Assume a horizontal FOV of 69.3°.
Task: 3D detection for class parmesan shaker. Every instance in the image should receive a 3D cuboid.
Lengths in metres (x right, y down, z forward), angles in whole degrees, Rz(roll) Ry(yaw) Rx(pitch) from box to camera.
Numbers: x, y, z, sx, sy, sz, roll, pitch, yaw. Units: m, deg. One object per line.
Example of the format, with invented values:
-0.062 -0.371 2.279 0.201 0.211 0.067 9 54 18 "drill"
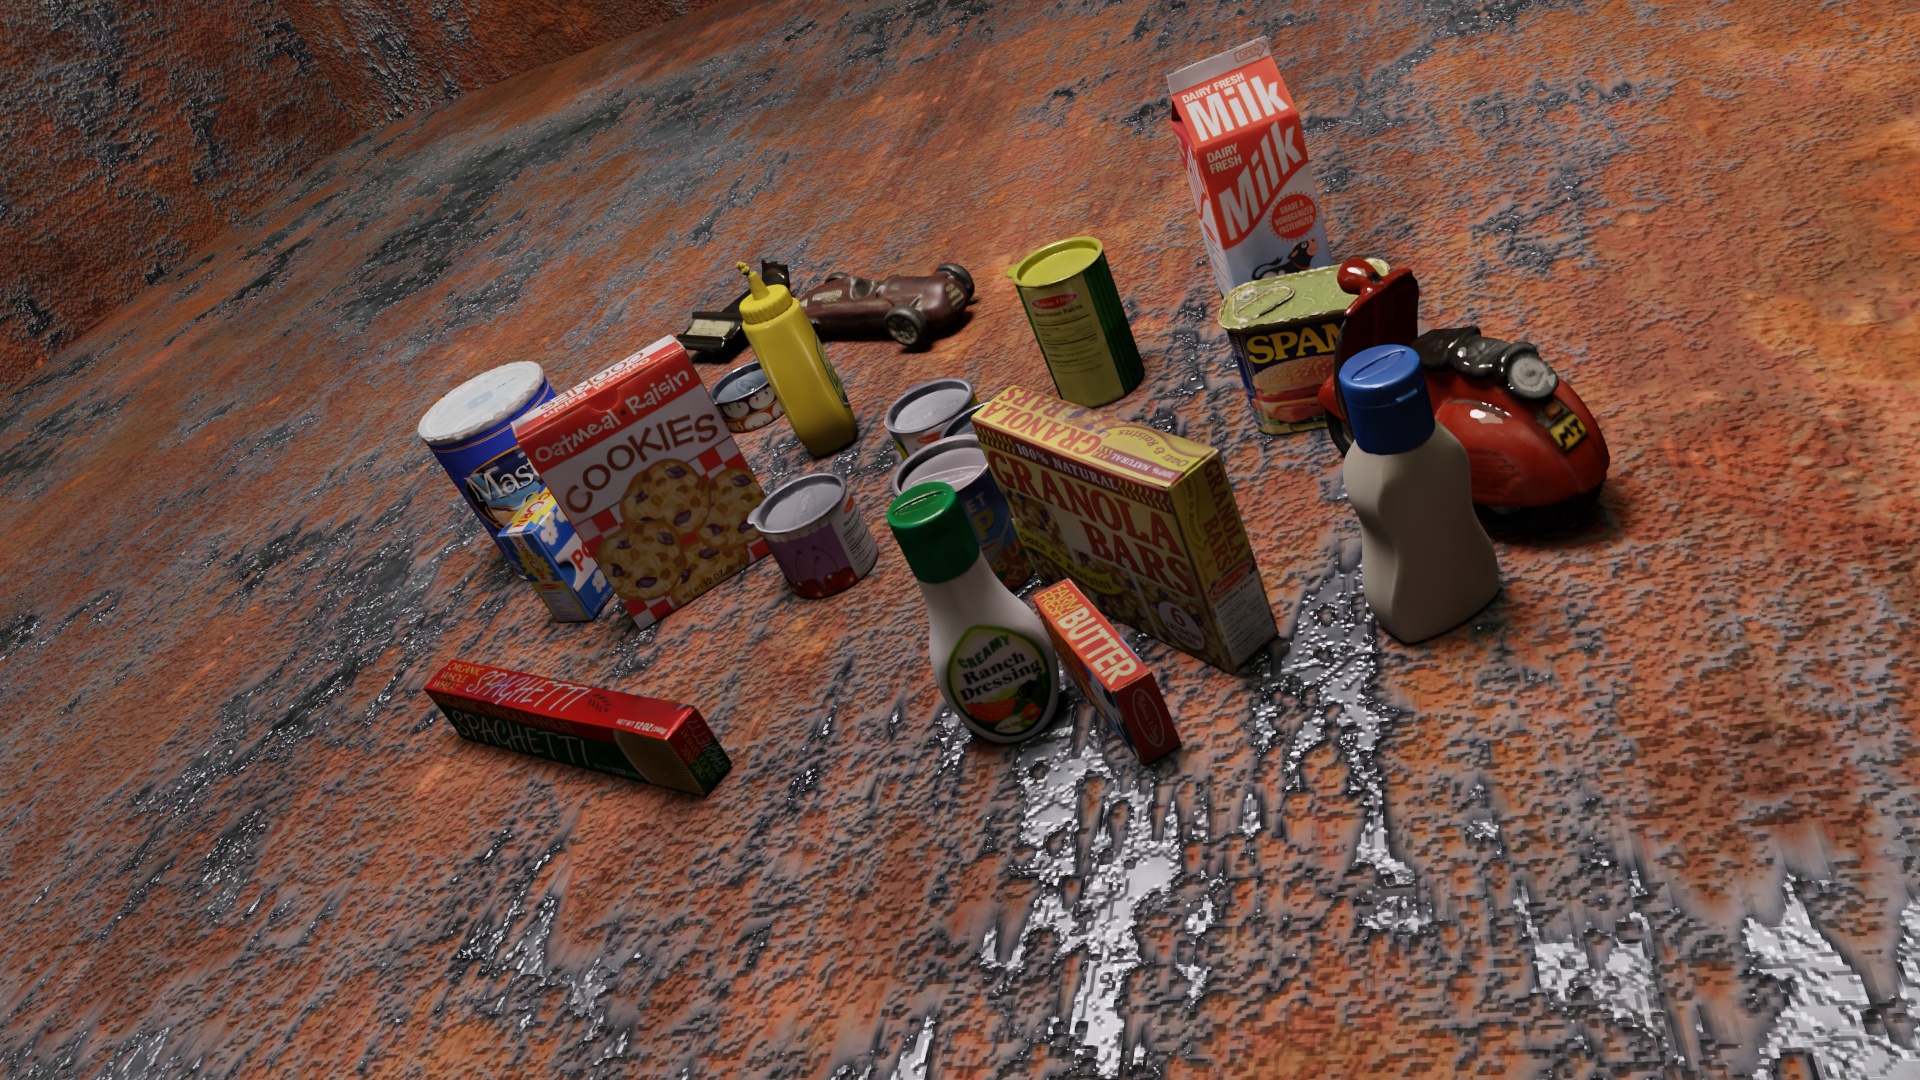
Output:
0.082 -0.153 0.985 0.071 0.102 0.072 -17 32 12 "parmesan shaker"

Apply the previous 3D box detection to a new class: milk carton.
0.200 -0.243 0.955 0.072 0.189 0.074 -21 32 6 "milk carton"

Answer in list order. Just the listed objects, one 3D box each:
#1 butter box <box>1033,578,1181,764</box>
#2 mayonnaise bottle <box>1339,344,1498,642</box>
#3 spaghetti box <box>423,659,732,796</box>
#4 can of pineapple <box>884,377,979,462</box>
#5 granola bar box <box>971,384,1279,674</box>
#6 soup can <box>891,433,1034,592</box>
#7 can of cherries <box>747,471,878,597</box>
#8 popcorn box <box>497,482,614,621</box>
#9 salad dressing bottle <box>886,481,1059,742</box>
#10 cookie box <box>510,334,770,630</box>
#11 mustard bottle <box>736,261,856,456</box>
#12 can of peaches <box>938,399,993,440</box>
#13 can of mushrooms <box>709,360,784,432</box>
0.074 0.065 0.716 0.024 0.053 0.104 -29 32 -6 "butter box"
0.214 -0.022 0.662 0.065 0.147 0.041 -28 32 -6 "mayonnaise bottle"
-0.245 0.113 0.862 0.250 0.050 0.029 4 42 37 "spaghetti box"
-0.012 -0.073 0.973 0.071 0.057 0.071 -17 32 12 "can of pineapple"
0.085 -0.009 0.752 0.039 0.123 0.166 -38 34 -20 "granola bar box"
0.003 -0.011 0.846 0.071 0.083 0.072 -17 32 12 "soup can"
-0.098 -0.003 0.927 0.071 0.058 0.072 -17 32 12 "can of cherries"
-0.276 -0.012 1.034 0.038 0.085 0.127 -6 36 28 "popcorn box"
0.006 0.038 0.713 0.064 0.147 0.044 -23 32 3 "salad dressing bottle"
-0.208 -0.038 0.949 0.123 0.166 0.040 -32 32 -11 "cookie box"
-0.129 -0.142 1.055 0.049 0.159 0.065 -24 32 2 "mustard bottle"
0.025 -0.051 0.916 0.071 0.057 0.071 -17 32 12 "can of peaches"
-0.179 -0.122 1.179 0.071 0.033 0.071 -17 32 12 "can of mushrooms"
